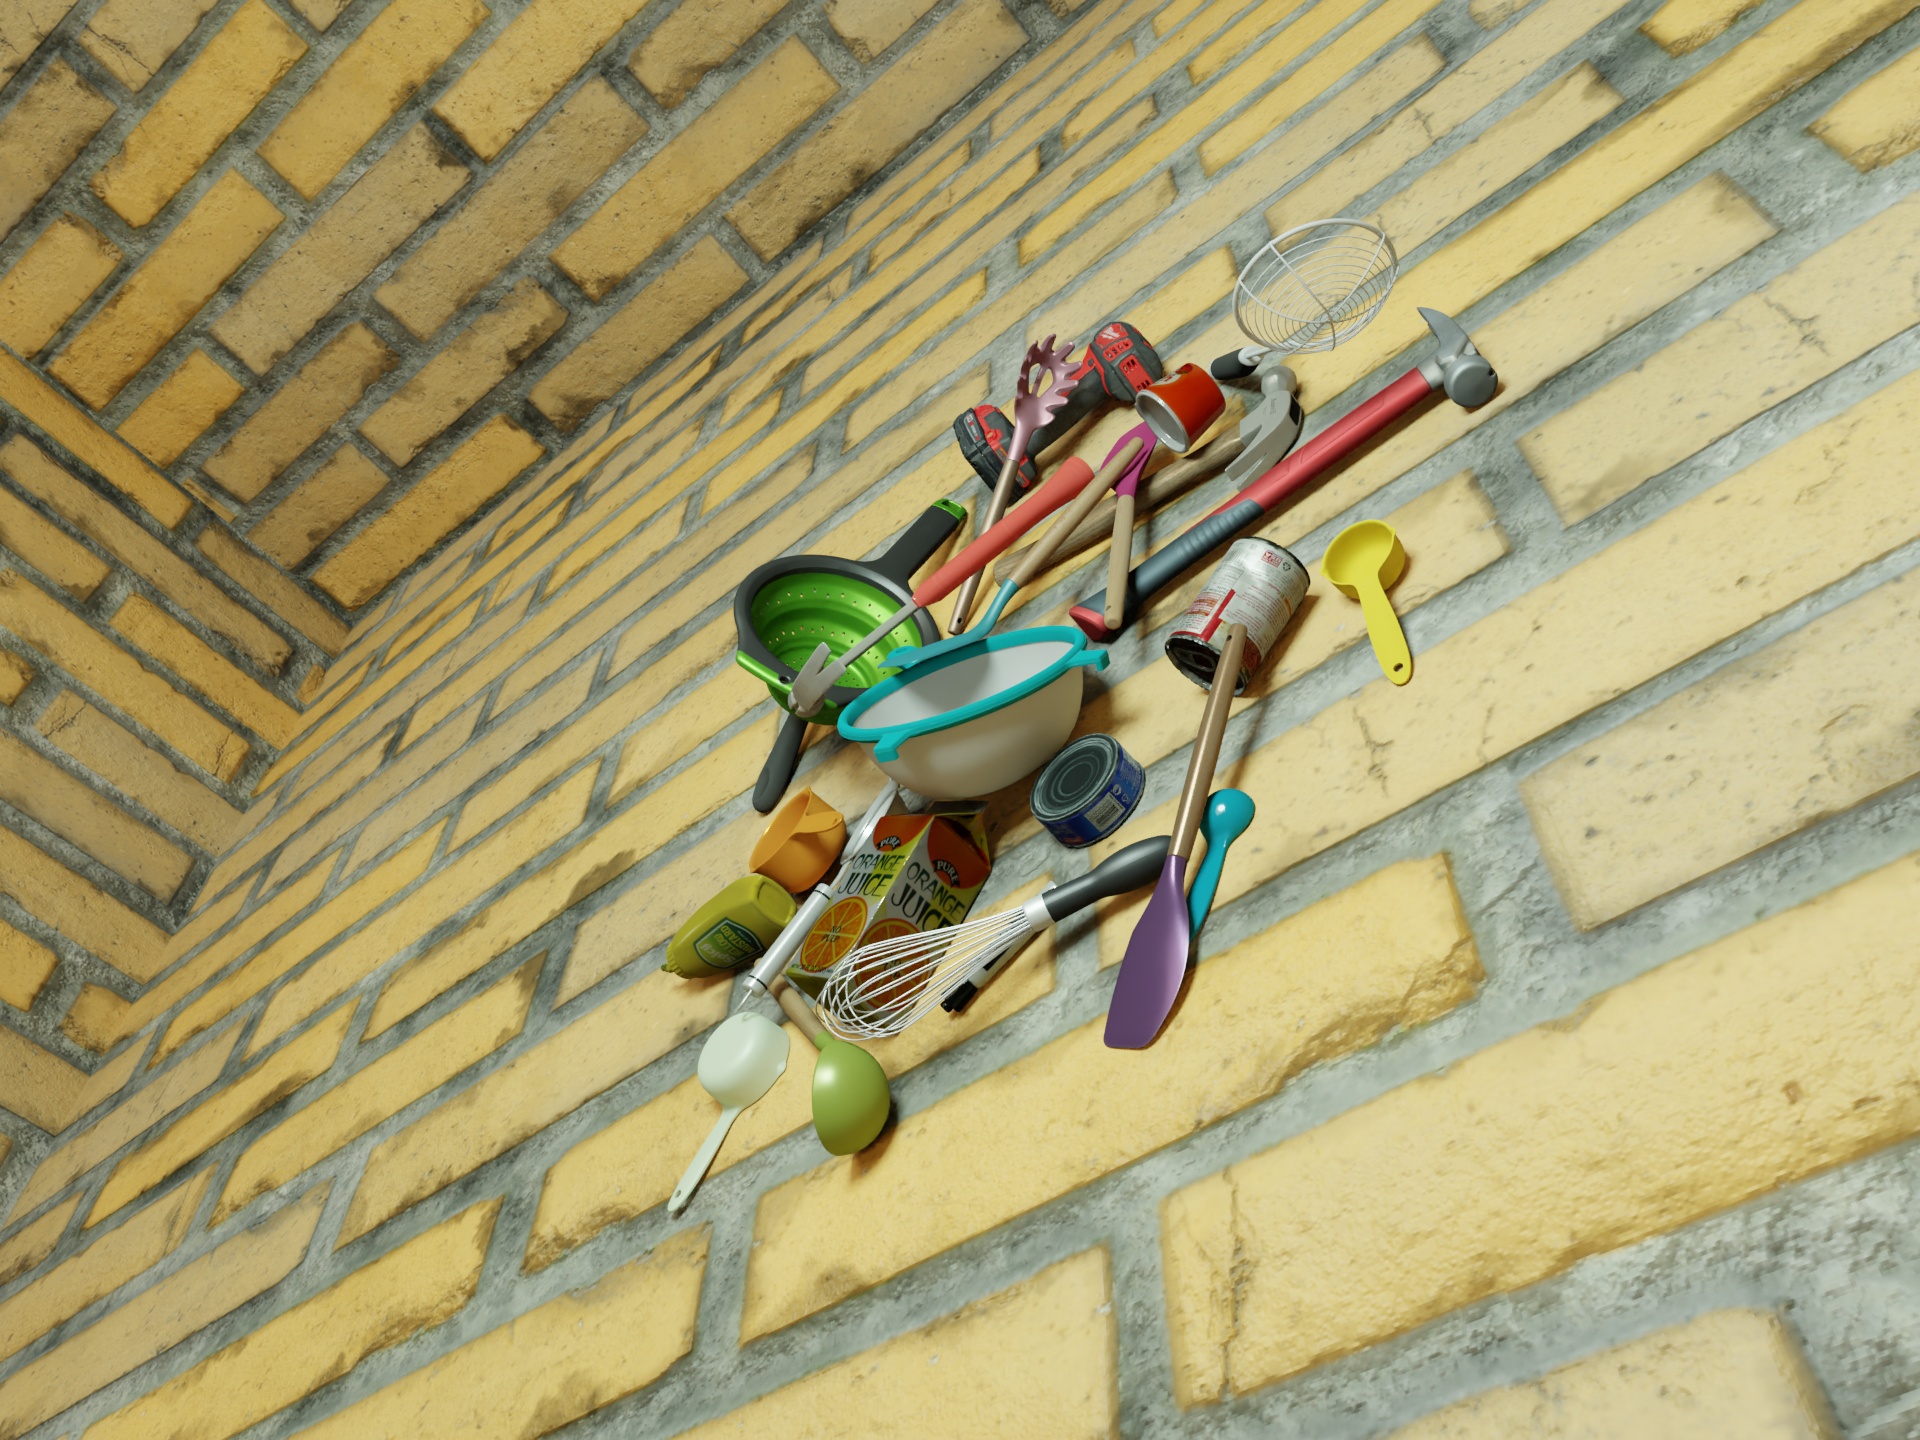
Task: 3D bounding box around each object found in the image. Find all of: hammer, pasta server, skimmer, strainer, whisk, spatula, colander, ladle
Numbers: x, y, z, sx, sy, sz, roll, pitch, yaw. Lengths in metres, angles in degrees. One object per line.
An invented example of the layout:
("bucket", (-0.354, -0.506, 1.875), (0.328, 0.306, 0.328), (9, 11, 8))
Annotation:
("hammer", (0.163, -0.202, 1.452), (0.331, 0.031, 0.130), (-28, 31, 31))
("pasta server", (0.046, -0.232, 1.568), (0.040, 0.060, 0.316), (-11, 58, 70))
("skimmer", (0.261, -0.345, 1.346), (0.127, 0.090, 0.363), (-7, 8, -4))
("strainer", (-0.002, -0.004, 1.342), (0.211, 0.095, 0.340), (-23, 14, -11))
("whisk", (-0.154, -0.033, 1.640), (0.073, 0.073, 0.296), (-14, 47, 46))
("whisk", (0.026, 0.147, 1.107), (0.284, 0.070, 0.070), (-27, 30, 8))
("hammer", (-0.007, -0.132, 1.423), (0.359, 0.037, 0.149), (-40, -1, -23))
("spatula", (0.055, -0.144, 1.386), (0.317, 0.044, 0.082), (-49, 17, -16))
("hammer", (0.250, -0.195, 1.314), (0.386, 0.038, 0.143), (-35, 28, 19))
("spatula", (0.153, 0.070, 1.065), (0.060, 0.018, 0.316), (-15, 50, 50))
("strainer", (-0.106, 0.140, 1.320), (0.258, 0.050, 0.087), (-52, 7, -26))
("colander", (-0.095, -0.106, 1.611), (0.397, 0.204, 0.094), (-52, -12, -48))
("ladle", (-0.125, 0.241, 1.222), (0.062, 0.078, 0.320), (-18, 16, -18))

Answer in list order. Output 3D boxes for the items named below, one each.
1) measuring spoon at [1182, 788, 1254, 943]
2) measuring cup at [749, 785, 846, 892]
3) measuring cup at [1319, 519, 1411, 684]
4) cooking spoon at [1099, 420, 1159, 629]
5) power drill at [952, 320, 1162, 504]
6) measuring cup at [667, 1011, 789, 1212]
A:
("measuring spoon", (0.161, 0.093, 1.058), (0.042, 0.021, 0.129), (-15, 39, 45))
("measuring cup", (-0.122, 0.105, 1.376), (0.095, 0.052, 0.173), (-58, 19, -22))
("measuring cup", (0.296, -0.078, 1.114), (0.062, 0.029, 0.157), (-31, 42, 26))
("cooking spoon", (0.143, -0.176, 1.381), (0.069, 0.017, 0.319), (-30, 28, 30))
("power drill", (0.104, -0.336, 1.673), (0.219, 0.078, 0.143), (-35, 30, 13))
("measuring cup", (-0.195, 0.303, 1.249), (0.083, 0.038, 0.168), (-12, 40, 47))
